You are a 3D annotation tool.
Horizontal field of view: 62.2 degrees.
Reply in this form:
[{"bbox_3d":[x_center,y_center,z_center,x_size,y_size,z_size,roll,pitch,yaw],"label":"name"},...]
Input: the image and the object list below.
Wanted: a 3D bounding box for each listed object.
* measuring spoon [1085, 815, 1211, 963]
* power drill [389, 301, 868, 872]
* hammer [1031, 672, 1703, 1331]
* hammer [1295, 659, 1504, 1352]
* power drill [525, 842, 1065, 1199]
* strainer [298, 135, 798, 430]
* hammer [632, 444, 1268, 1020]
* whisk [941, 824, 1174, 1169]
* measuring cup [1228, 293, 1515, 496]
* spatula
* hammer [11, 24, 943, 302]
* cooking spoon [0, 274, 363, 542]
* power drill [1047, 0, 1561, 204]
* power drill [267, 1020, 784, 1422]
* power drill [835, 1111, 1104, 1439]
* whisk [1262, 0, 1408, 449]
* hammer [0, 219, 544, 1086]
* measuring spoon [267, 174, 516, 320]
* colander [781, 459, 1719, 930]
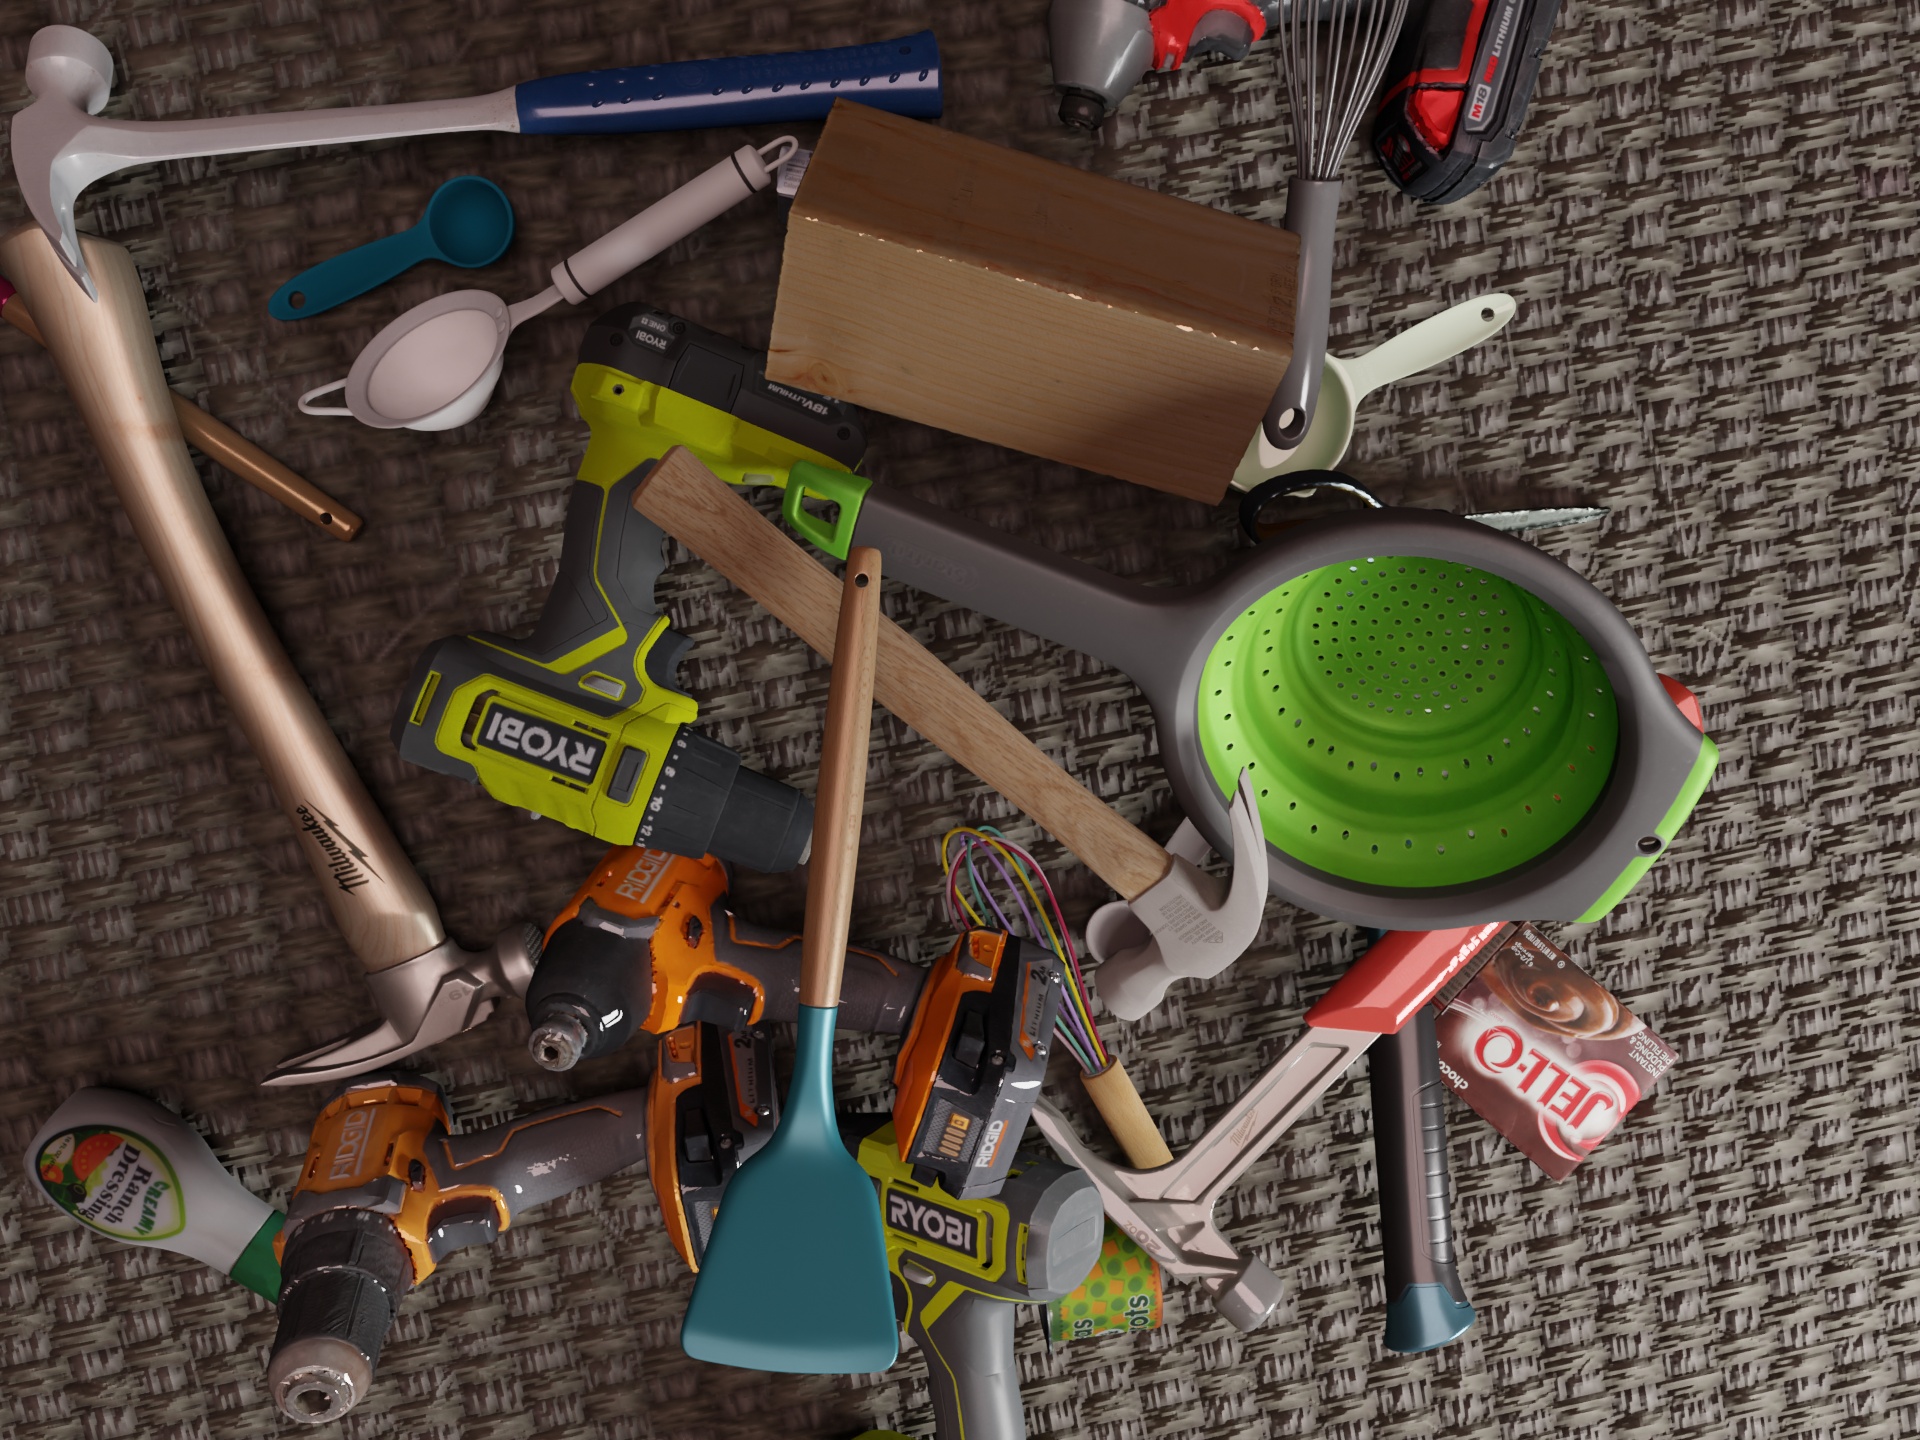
[{"bbox_3d":[0.106,0.072,0.807,0.034,0.018,0.124,39,86,-7],"label":"measuring spoon"},{"bbox_3d":[-0.128,-0.053,0.726,0.190,0.080,0.228,21,86,-8],"label":"power drill"},{"bbox_3d":[0.201,0.110,0.746,0.149,0.036,0.359,44,94,7],"label":"hammer"},{"bbox_3d":[0.216,0.138,0.777,0.128,0.033,0.331,-4,87,8],"label":"hammer"},{"bbox_3d":[-0.076,0.129,0.710,0.226,0.164,0.084,19,114,2],"label":"power drill"},{"bbox_3d":[-0.182,-0.193,0.724,0.258,0.087,0.050,-28,141,11],"label":"strainer"},{"bbox_3d":[-0.001,-0.002,0.688,0.331,0.031,0.130,40,125,-9],"label":"hammer"},{"bbox_3d":[0.057,0.156,0.801,0.047,0.051,0.245,-25,102,20],"label":"whisk"},{"bbox_3d":[0.188,-0.166,0.772,0.167,0.038,0.083,-26,97,-3],"label":"measuring cup"},{"bbox_3d":[-0.052,0.087,0.625,0.082,0.044,0.317,5,87,-2],"label":"spatula"},{"bbox_3d":[-0.209,-0.269,0.714,0.405,0.035,0.144,-8,60,-7],"label":"hammer"},{"bbox_3d":[-0.418,-0.178,0.741,0.319,0.017,0.069,34,98,-6],"label":"cooking spoon"},{"bbox_3d":[0.151,-0.322,0.735,0.219,0.078,0.143,16,95,-3],"label":"power drill"},{"bbox_3d":[-0.192,0.219,0.717,0.226,0.185,0.084,-9,115,-5],"label":"power drill"},{"bbox_3d":[-0.017,0.305,0.767,0.171,0.080,0.223,6,99,37],"label":"power drill"},{"bbox_3d":[0.158,-0.236,0.697,0.055,0.055,0.238,1,115,-4],"label":"whisk"},{"bbox_3d":[-0.342,-0.026,0.741,0.146,0.038,0.410,-23,101,0],"label":"hammer"},{"bbox_3d":[-0.266,-0.217,0.750,0.128,0.021,0.042,-21,94,8],"label":"measuring spoon"},{"bbox_3d":[0.118,-0.045,0.699,0.397,0.095,0.204,22,128,4],"label":"colander"}]
